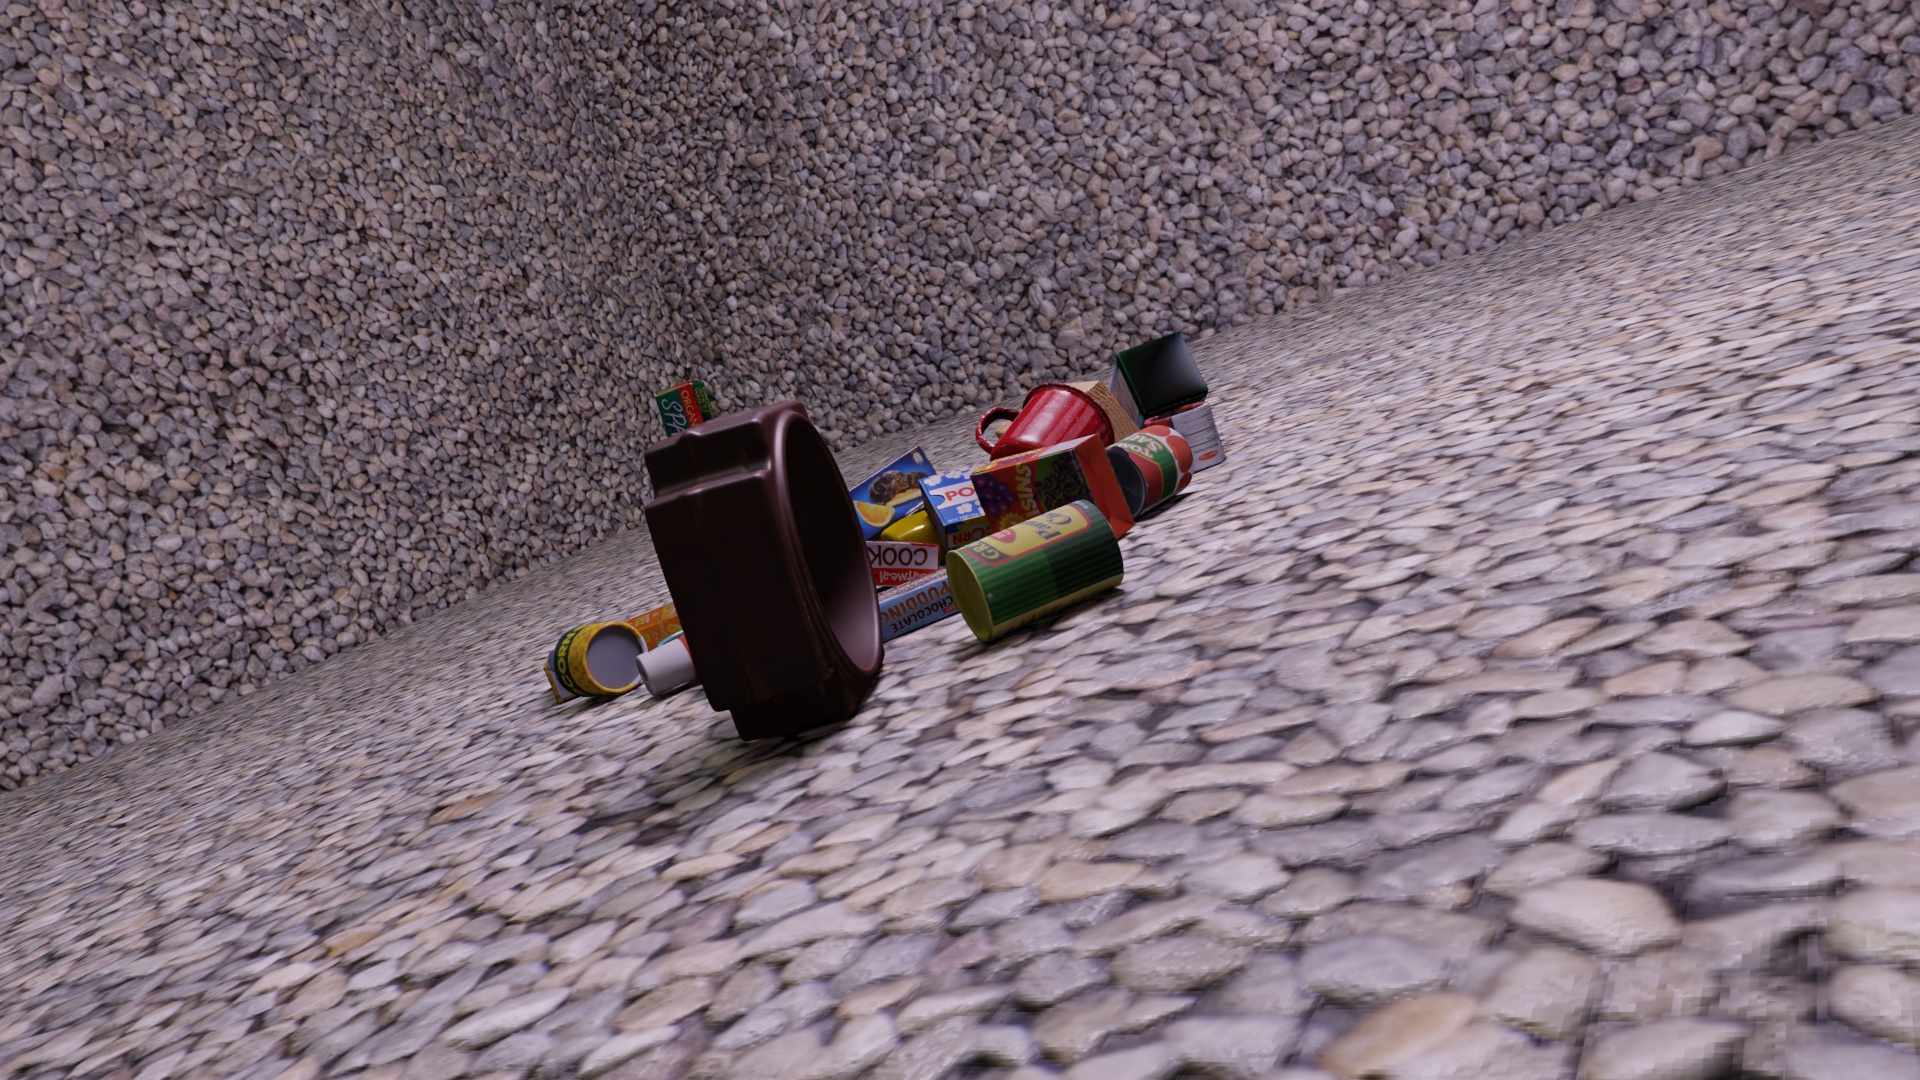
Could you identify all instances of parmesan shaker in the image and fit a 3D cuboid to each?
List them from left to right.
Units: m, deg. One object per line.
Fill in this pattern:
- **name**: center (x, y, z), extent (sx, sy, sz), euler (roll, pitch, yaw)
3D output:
- **parmesan shaker**: center (0.049, 0.019, 0.944), extent (0.103, 0.071, 0.071), euler (-22, 8, -18)

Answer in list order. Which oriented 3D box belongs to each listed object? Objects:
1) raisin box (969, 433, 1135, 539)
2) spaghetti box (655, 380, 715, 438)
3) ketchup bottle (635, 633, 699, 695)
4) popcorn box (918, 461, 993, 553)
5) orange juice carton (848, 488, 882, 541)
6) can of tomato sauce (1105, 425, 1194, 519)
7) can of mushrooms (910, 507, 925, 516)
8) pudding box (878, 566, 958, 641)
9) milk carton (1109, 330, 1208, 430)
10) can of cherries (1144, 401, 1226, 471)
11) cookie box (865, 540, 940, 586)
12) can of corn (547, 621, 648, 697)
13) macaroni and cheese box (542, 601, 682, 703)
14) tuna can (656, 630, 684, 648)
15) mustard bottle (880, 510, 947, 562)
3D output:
- **raisin box**: center (0.075, -0.033, 1.161), extent (0.123, 0.086, 0.040), euler (-11, 16, 46)
- **spaghetti box**: center (-0.267, -0.049, 1.496), extent (0.050, 0.250, 0.029), euler (-17, 1, 22)
- **ketchup bottle**: center (-0.198, 0.086, 1.173), extent (0.149, 0.043, 0.064), euler (-24, 9, -24)
- **popcorn box**: center (0.034, -0.037, 1.287), extent (0.127, 0.038, 0.085), euler (-15, 37, -11)
- **orange juice carton**: center (-0.187, -0.021, 1.556), extent (0.193, 0.071, 0.073), euler (-3, 3, -17)
- **can of tomato sauce**: center (0.155, -0.060, 1.206), extent (0.071, 0.071, 0.083), euler (-12, 10, 43)
- **can of mushrooms**: center (-0.017, -0.025, 1.507), extent (0.071, 0.033, 0.071), euler (-20, 7, 3)
- **pudding box**: center (-0.038, 0.050, 1.076), extent (0.084, 0.030, 0.049), euler (-21, 9, -10)
- **milk carton**: center (0.203, -0.138, 1.466), extent (0.072, 0.073, 0.190), euler (-20, -18, -6)
- **can of cherries**: center (0.216, -0.098, 1.349), extent (0.071, 0.058, 0.071), euler (-19, 8, 3)
- **cookie box**: center (-0.118, 0.019, 1.222), extent (0.168, 0.040, 0.123), euler (3, -2, -25)
- **can of corn**: center (-0.324, 0.107, 1.245), extent (0.071, 0.071, 0.058), euler (-26, 11, -40)
- **macaroni and cheese box**: center (-0.319, 0.101, 1.367), extent (0.167, 0.040, 0.124), euler (-22, 8, -10)
- **tuna can**: center (-0.231, 0.095, 1.228), extent (0.071, 0.032, 0.071), euler (-19, 9, 3)
- **mustard bottle**: center (0.005, -0.017, 1.349), extent (0.161, 0.048, 0.065), euler (-22, 15, -19)
